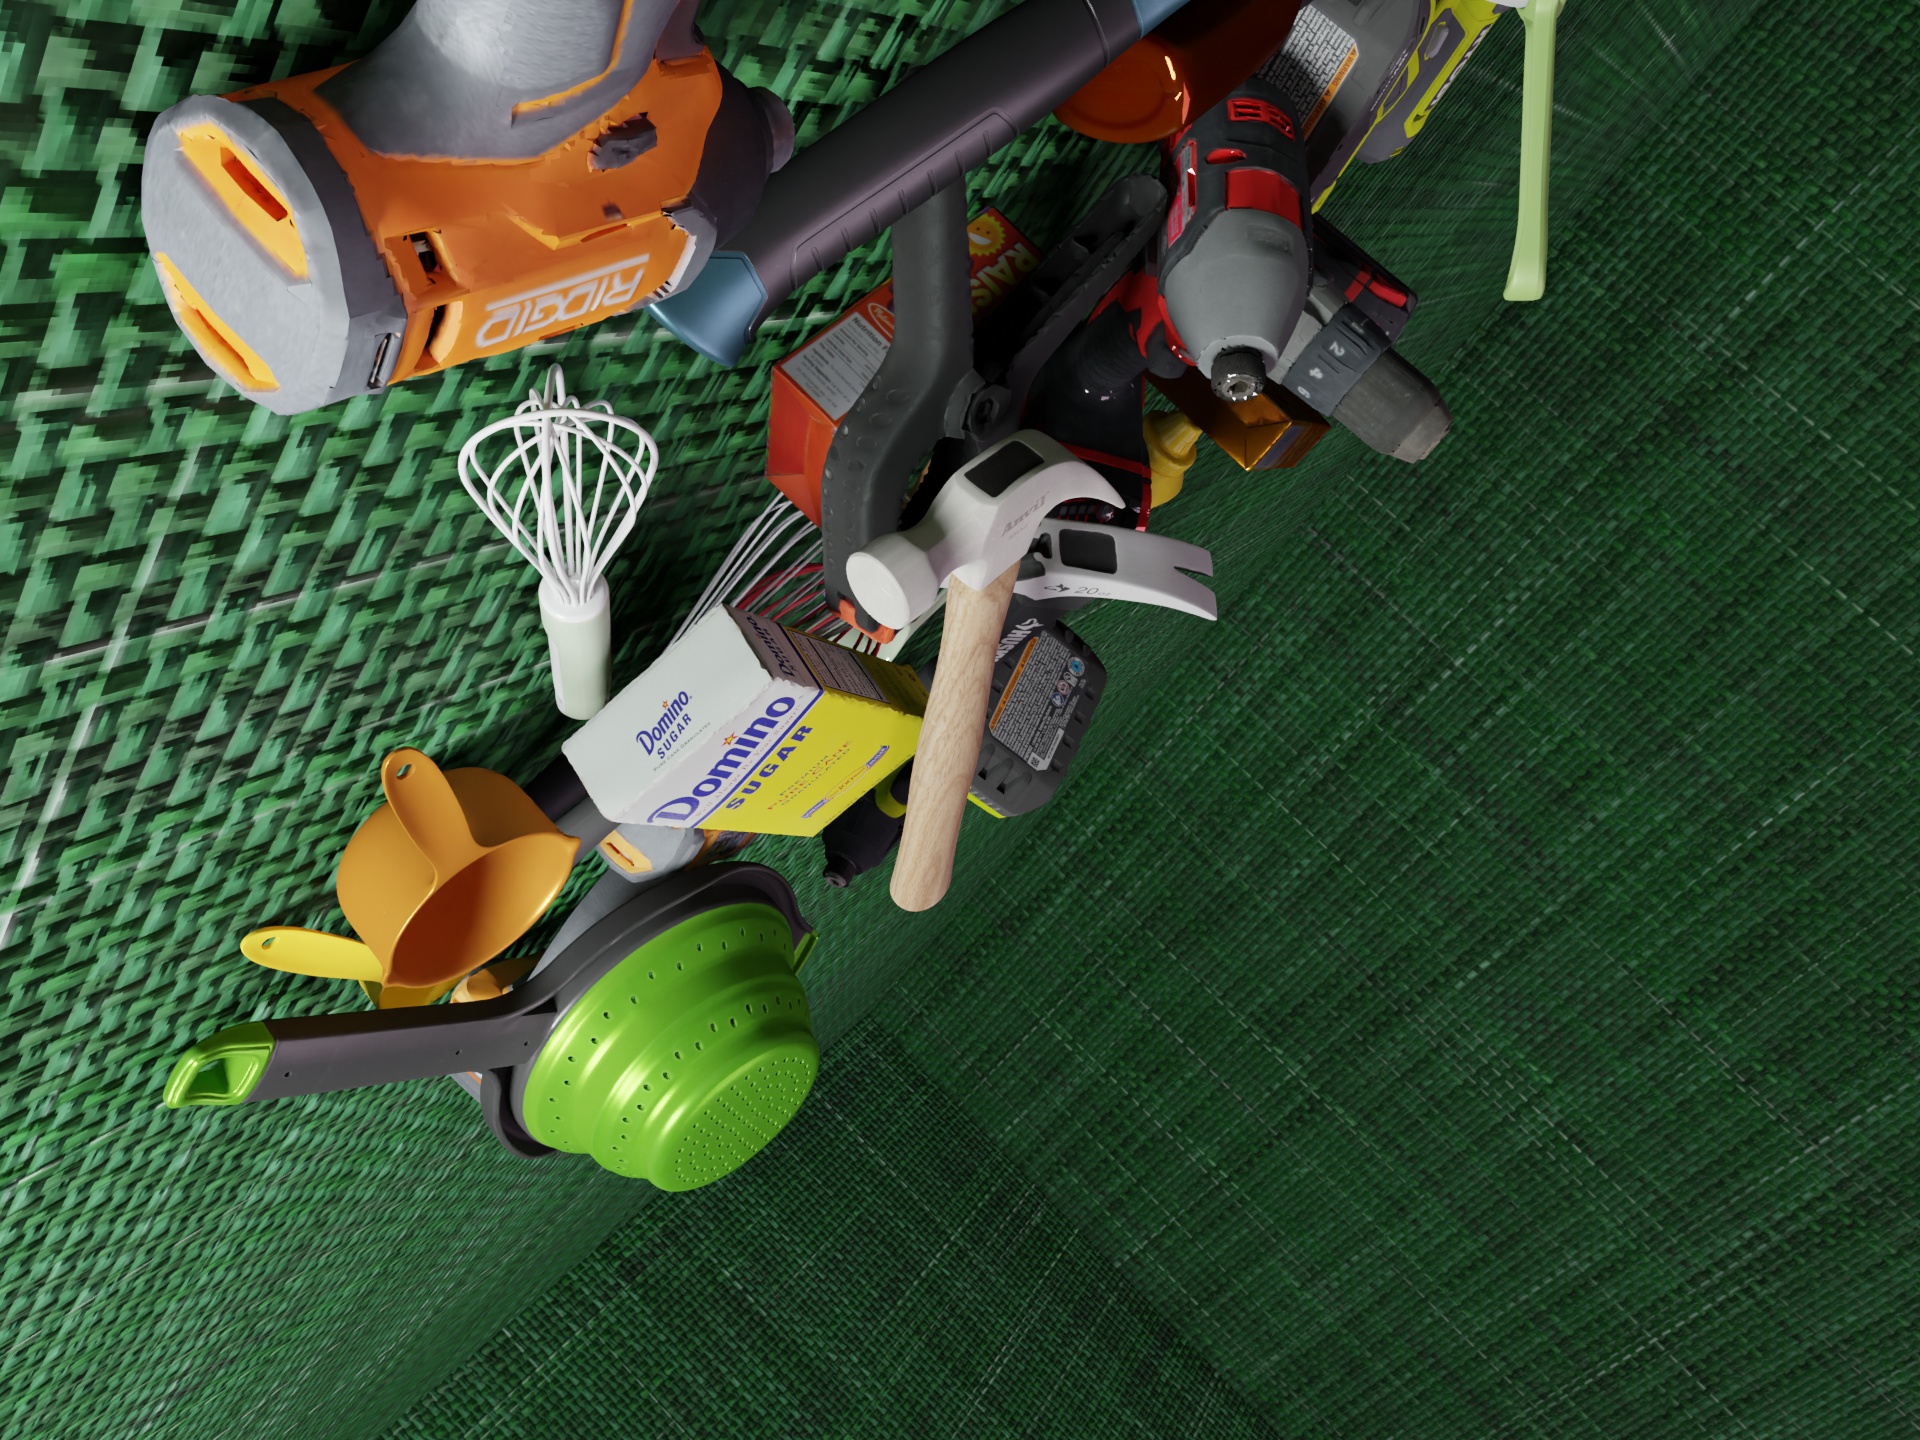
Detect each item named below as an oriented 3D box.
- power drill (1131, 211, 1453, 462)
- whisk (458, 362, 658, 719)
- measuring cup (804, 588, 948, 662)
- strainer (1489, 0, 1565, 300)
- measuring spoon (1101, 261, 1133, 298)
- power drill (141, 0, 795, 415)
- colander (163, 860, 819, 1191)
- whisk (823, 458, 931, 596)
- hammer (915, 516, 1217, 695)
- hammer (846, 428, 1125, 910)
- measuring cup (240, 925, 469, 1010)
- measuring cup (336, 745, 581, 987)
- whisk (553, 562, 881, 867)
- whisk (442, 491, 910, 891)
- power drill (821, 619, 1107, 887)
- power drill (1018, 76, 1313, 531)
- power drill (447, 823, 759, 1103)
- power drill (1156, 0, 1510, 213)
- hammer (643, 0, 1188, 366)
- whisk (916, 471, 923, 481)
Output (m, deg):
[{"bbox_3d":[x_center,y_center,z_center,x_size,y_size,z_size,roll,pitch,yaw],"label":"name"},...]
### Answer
[{"bbox_3d":[0.197,-0.220,0.880,0.080,0.188,0.227,-51,174,24],"label":"power drill"},{"bbox_3d":[-0.138,-0.049,0.565,0.059,0.058,0.246,-7,162,-14],"label":"whisk"},{"bbox_3d":[-0.038,-0.070,0.939,0.167,0.038,0.083,-44,171,-22],"label":"measuring cup"},{"bbox_3d":[0.195,-0.290,0.607,0.151,0.069,0.256,-15,106,-78],"label":"strainer"},{"bbox_3d":[0.075,-0.186,0.860,0.034,0.018,0.124,-29,139,-67],"label":"measuring spoon"},{"bbox_3d":[-0.055,-0.165,0.303,0.164,0.084,0.226,-38,172,-47],"label":"power drill"},{"bbox_3d":[-0.186,0.176,0.784,0.204,0.095,0.396,-56,152,15],"label":"colander"},{"bbox_3d":[-0.021,-0.092,0.779,0.051,0.047,0.245,-47,-178,-19],"label":"whisk"},{"bbox_3d":[0.009,-0.032,0.856,0.146,0.035,0.334,2,164,-19],"label":"hammer"},{"bbox_3d":[-0.001,-0.002,0.698,0.130,0.031,0.331,-40,161,-27],"label":"hammer"},{"bbox_3d":[-0.266,0.097,0.698,0.062,0.029,0.156,-44,159,0],"label":"measuring cup"},{"bbox_3d":[-0.208,0.040,0.615,0.095,0.052,0.173,-38,158,-21],"label":"measuring cup"},{"bbox_3d":[-0.151,0.023,0.781,0.296,0.073,0.073,-40,171,4],"label":"whisk"},{"bbox_3d":[-0.133,-0.009,0.710,0.284,0.070,0.070,-41,171,1],"label":"whisk"},{"bbox_3d":[-0.011,0.024,1.076,0.223,0.080,0.171,-28,-151,54],"label":"power drill"},{"bbox_3d":[0.084,-0.162,0.713,0.219,0.078,0.143,131,-35,-59],"label":"power drill"},{"bbox_3d":[-0.186,0.108,0.923,0.226,0.084,0.185,-53,170,14],"label":"power drill"},{"bbox_3d":[0.203,-0.334,0.747,0.228,0.080,0.190,-42,171,-40],"label":"power drill"},{"bbox_3d":[0.039,-0.216,0.496,0.331,0.033,0.128,-37,130,-7],"label":"hammer"},{"bbox_3d":[0.042,-0.154,0.904,0.239,0.055,0.055,-41,171,-51],"label":"whisk"}]
